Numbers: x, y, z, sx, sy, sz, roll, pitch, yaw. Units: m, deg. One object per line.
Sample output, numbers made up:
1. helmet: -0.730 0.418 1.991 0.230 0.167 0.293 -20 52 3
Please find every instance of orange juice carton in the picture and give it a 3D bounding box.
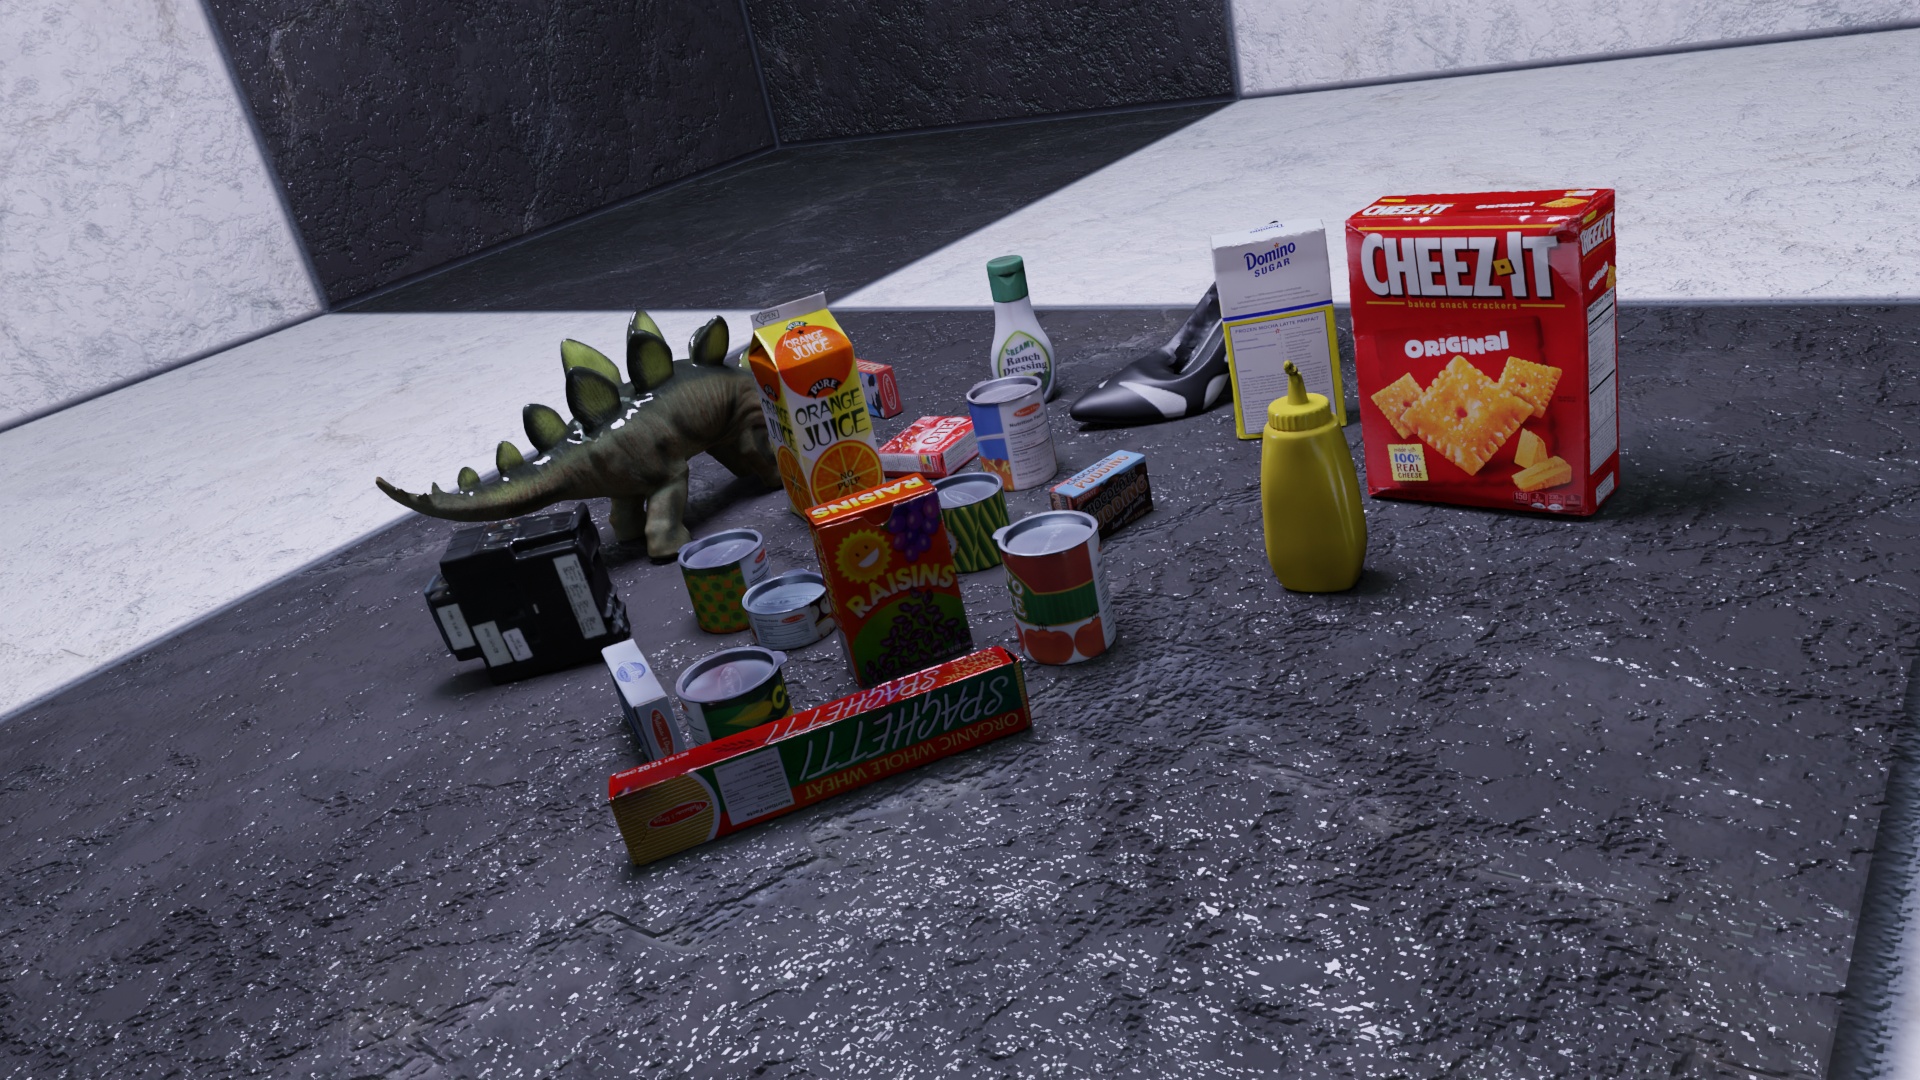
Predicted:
1. orange juice carton: -0.126 -0.114 1.201 0.072 0.191 0.073 -23 25 -22

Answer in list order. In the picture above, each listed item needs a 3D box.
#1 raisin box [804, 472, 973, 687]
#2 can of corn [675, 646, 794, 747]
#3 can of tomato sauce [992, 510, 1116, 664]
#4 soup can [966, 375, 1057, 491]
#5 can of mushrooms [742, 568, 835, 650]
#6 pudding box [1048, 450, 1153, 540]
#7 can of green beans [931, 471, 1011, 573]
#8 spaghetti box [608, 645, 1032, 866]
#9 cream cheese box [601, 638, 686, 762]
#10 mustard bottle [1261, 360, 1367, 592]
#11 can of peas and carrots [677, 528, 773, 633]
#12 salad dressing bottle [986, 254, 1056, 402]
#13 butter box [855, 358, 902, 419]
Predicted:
1. raisin box: -0.048 0.027 0.936 0.086 0.123 0.040 -18 24 -13
2. can of corn: -0.138 0.108 0.880 0.071 0.058 0.071 -11 24 5
3. can of tomato sauce: 0.063 0.031 0.920 0.071 0.082 0.071 -11 23 5
4. soup can: 0.044 -0.094 1.208 0.071 0.083 0.071 -11 23 5
5. can of mushrooms: -0.125 0.051 1.032 0.071 0.033 0.071 -11 24 5
6. pudding box: 0.110 -0.032 1.080 0.084 0.049 0.030 -29 28 -33
7. can of green beans: 0.006 -0.014 1.082 0.071 0.057 0.071 -11 24 5
8. spaghetti box: -0.079 0.125 0.823 0.250 0.050 0.029 -18 24 -12
9. cream cheese box: -0.210 0.109 0.920 0.024 0.053 0.104 -21 25 -18
10. mustard bottle: 0.229 -0.044 0.911 0.065 0.159 0.049 0 27 28
11. can of peas and carrots: -0.180 0.031 1.071 0.071 0.058 0.071 -11 24 5
12. salad dressing bottle: 0.056 -0.206 1.373 0.064 0.147 0.044 -11 23 3
13. butter box: -0.104 -0.164 1.475 0.024 0.053 0.103 -27 27 -29
